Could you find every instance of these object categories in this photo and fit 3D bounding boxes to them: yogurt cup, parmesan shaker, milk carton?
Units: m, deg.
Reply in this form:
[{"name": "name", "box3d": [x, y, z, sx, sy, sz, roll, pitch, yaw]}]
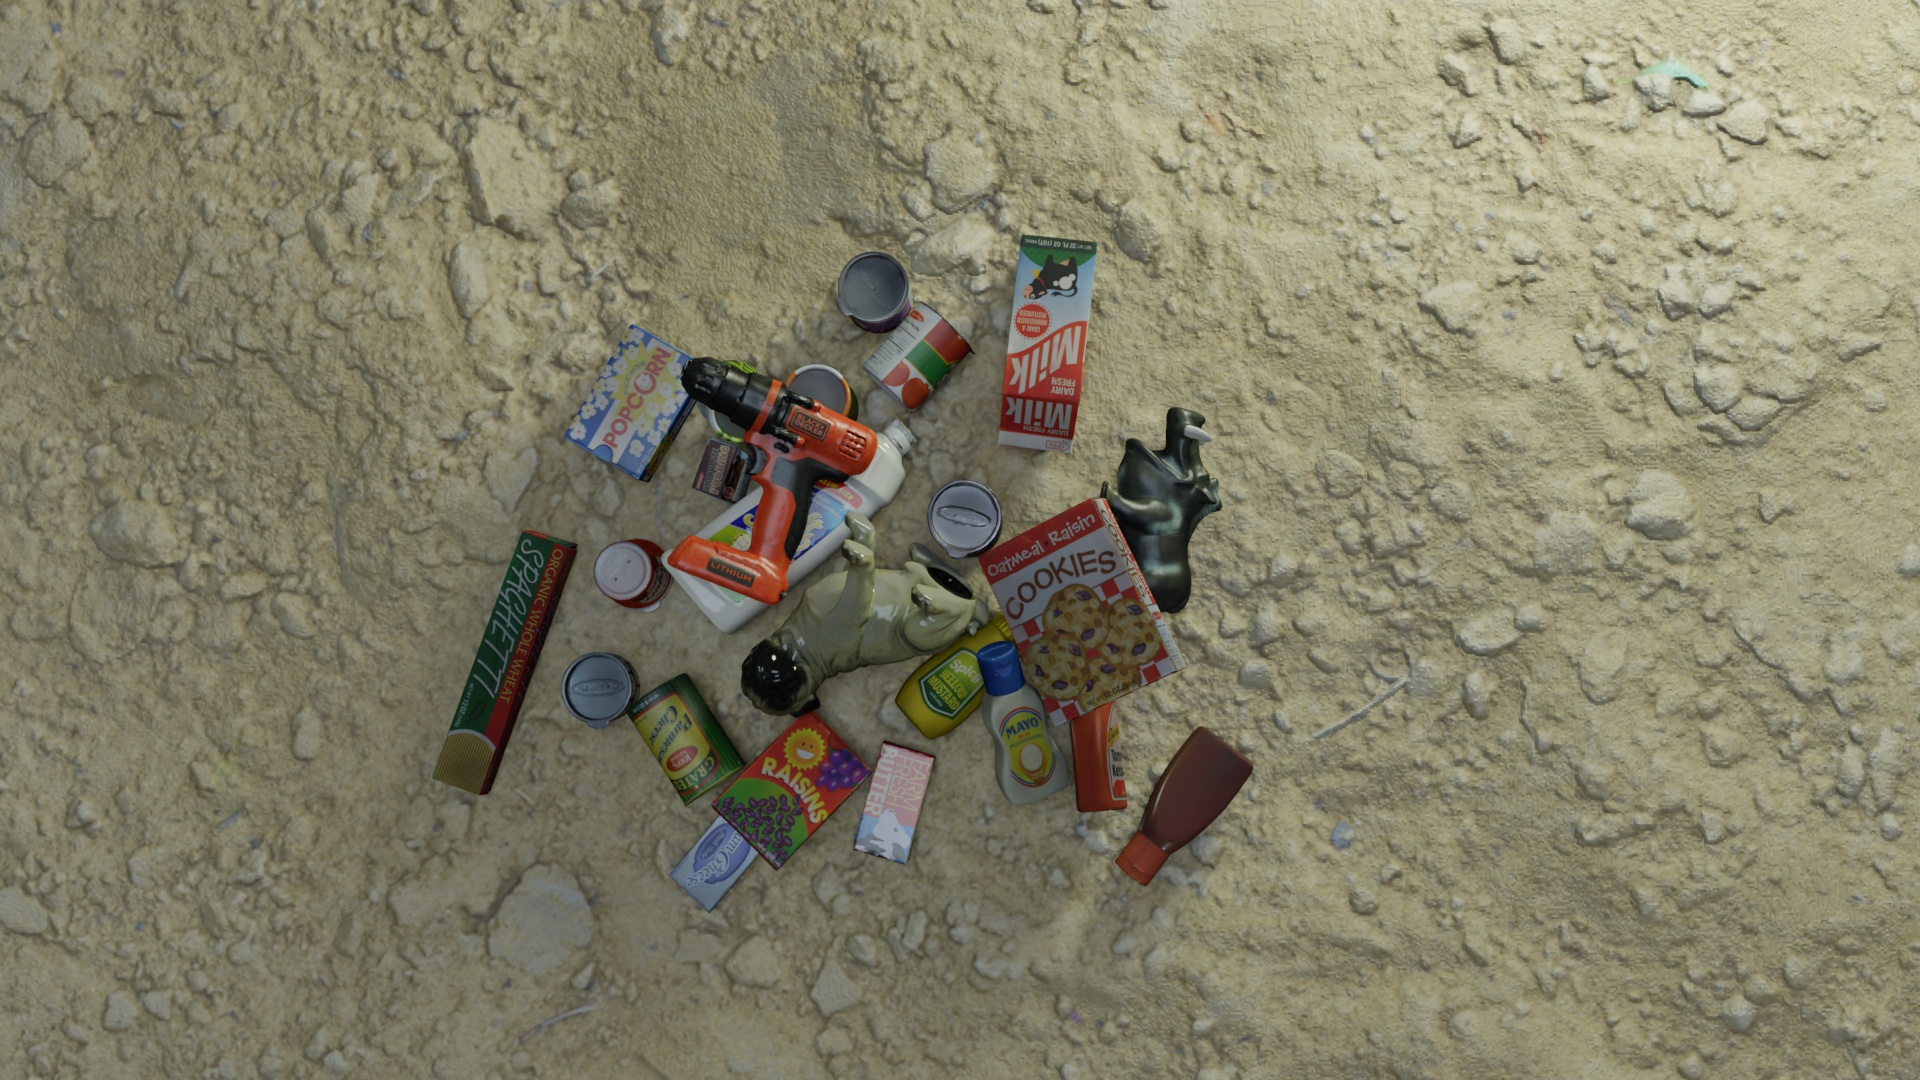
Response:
[{"name": "yogurt cup", "box3d": [-0.308, 0.030, 1.297, 0.072, 0.054, 0.072, 0, 85, 3]}, {"name": "parmesan shaker", "box3d": [-0.255, 0.183, 1.277, 0.071, 0.071, 0.103, -34, 85, 0]}, {"name": "milk carton", "box3d": [0.080, -0.179, 1.289, 0.072, 0.073, 0.190, 7, 86, 3]}]

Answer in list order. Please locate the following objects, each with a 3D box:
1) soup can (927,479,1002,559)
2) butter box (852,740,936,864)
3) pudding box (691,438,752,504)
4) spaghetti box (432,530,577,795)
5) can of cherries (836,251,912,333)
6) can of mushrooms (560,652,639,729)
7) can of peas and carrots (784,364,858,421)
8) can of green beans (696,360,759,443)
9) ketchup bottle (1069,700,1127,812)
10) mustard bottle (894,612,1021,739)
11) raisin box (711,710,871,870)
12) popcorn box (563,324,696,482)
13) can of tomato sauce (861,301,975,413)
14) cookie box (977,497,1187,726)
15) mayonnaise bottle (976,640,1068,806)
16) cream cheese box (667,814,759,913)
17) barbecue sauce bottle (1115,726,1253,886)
[{"name": "soup can", "box3d": [0.005, -0.016, 1.273, 0.071, 0.083, 0.071, 0, 86, 3]}, {"name": "butter box", "box3d": [-0.061, 0.241, 1.284, 0.053, 0.024, 0.103, 15, 86, 3]}, {"name": "pudding box", "box3d": [-0.217, -0.062, 1.286, 0.030, 0.083, 0.049, 19, 88, 5]}, {"name": "spaghetti box", "box3d": [-0.428, 0.113, 1.308, 0.050, 0.028, 0.250, 19, 86, 3]}, {"name": "can of cherries", "box3d": [-0.082, -0.231, 1.308, 0.071, 0.058, 0.071, 0, 86, 2]}, {"name": "can of mushrooms", "box3d": [-0.336, 0.140, 1.299, 0.071, 0.033, 0.071, 0, 85, 2]}, {"name": "can of peas and carrots", "box3d": [-0.132, -0.125, 1.300, 0.071, 0.058, 0.071, 0, 85, 3]}, {"name": "can of green beans", "box3d": [-0.207, -0.129, 1.291, 0.071, 0.058, 0.071, -9, 114, -20]}, {"name": "ketchup bottle", "box3d": [0.122, 0.171, 1.266, 0.043, 0.064, 0.149, -9, 76, 19]}, {"name": "mustard bottle", "box3d": [0.013, 0.112, 1.279, 0.160, 0.049, 0.065, -43, 88, -1]}, {"name": "raisin box", "box3d": [-0.153, 0.226, 1.266, 0.086, 0.040, 0.124, 44, 72, 6]}, {"name": "popcorn box", "box3d": [-0.304, -0.130, 1.318, 0.085, 0.038, 0.127, 30, 87, 3]}, {"name": "can of tomato sauce", "box3d": [-0.040, -0.169, 1.298, 0.071, 0.071, 0.083, 43, 89, 5]}, {"name": "cookie box", "box3d": [0.105, 0.062, 1.224, 0.122, 0.040, 0.167, -28, 79, 21]}, {"name": "mayonnaise bottle", "box3d": [0.050, 0.164, 1.251, 0.065, 0.041, 0.147, -20, 109, -10]}, {"name": "cream cheese box", "box3d": [-0.217, 0.287, 1.286, 0.053, 0.024, 0.104, 41, 88, 4]}, {"name": "barbecue sauce bottle", "box3d": [0.199, 0.245, 1.263, 0.065, 0.043, 0.148, 37, 88, 5]}]
